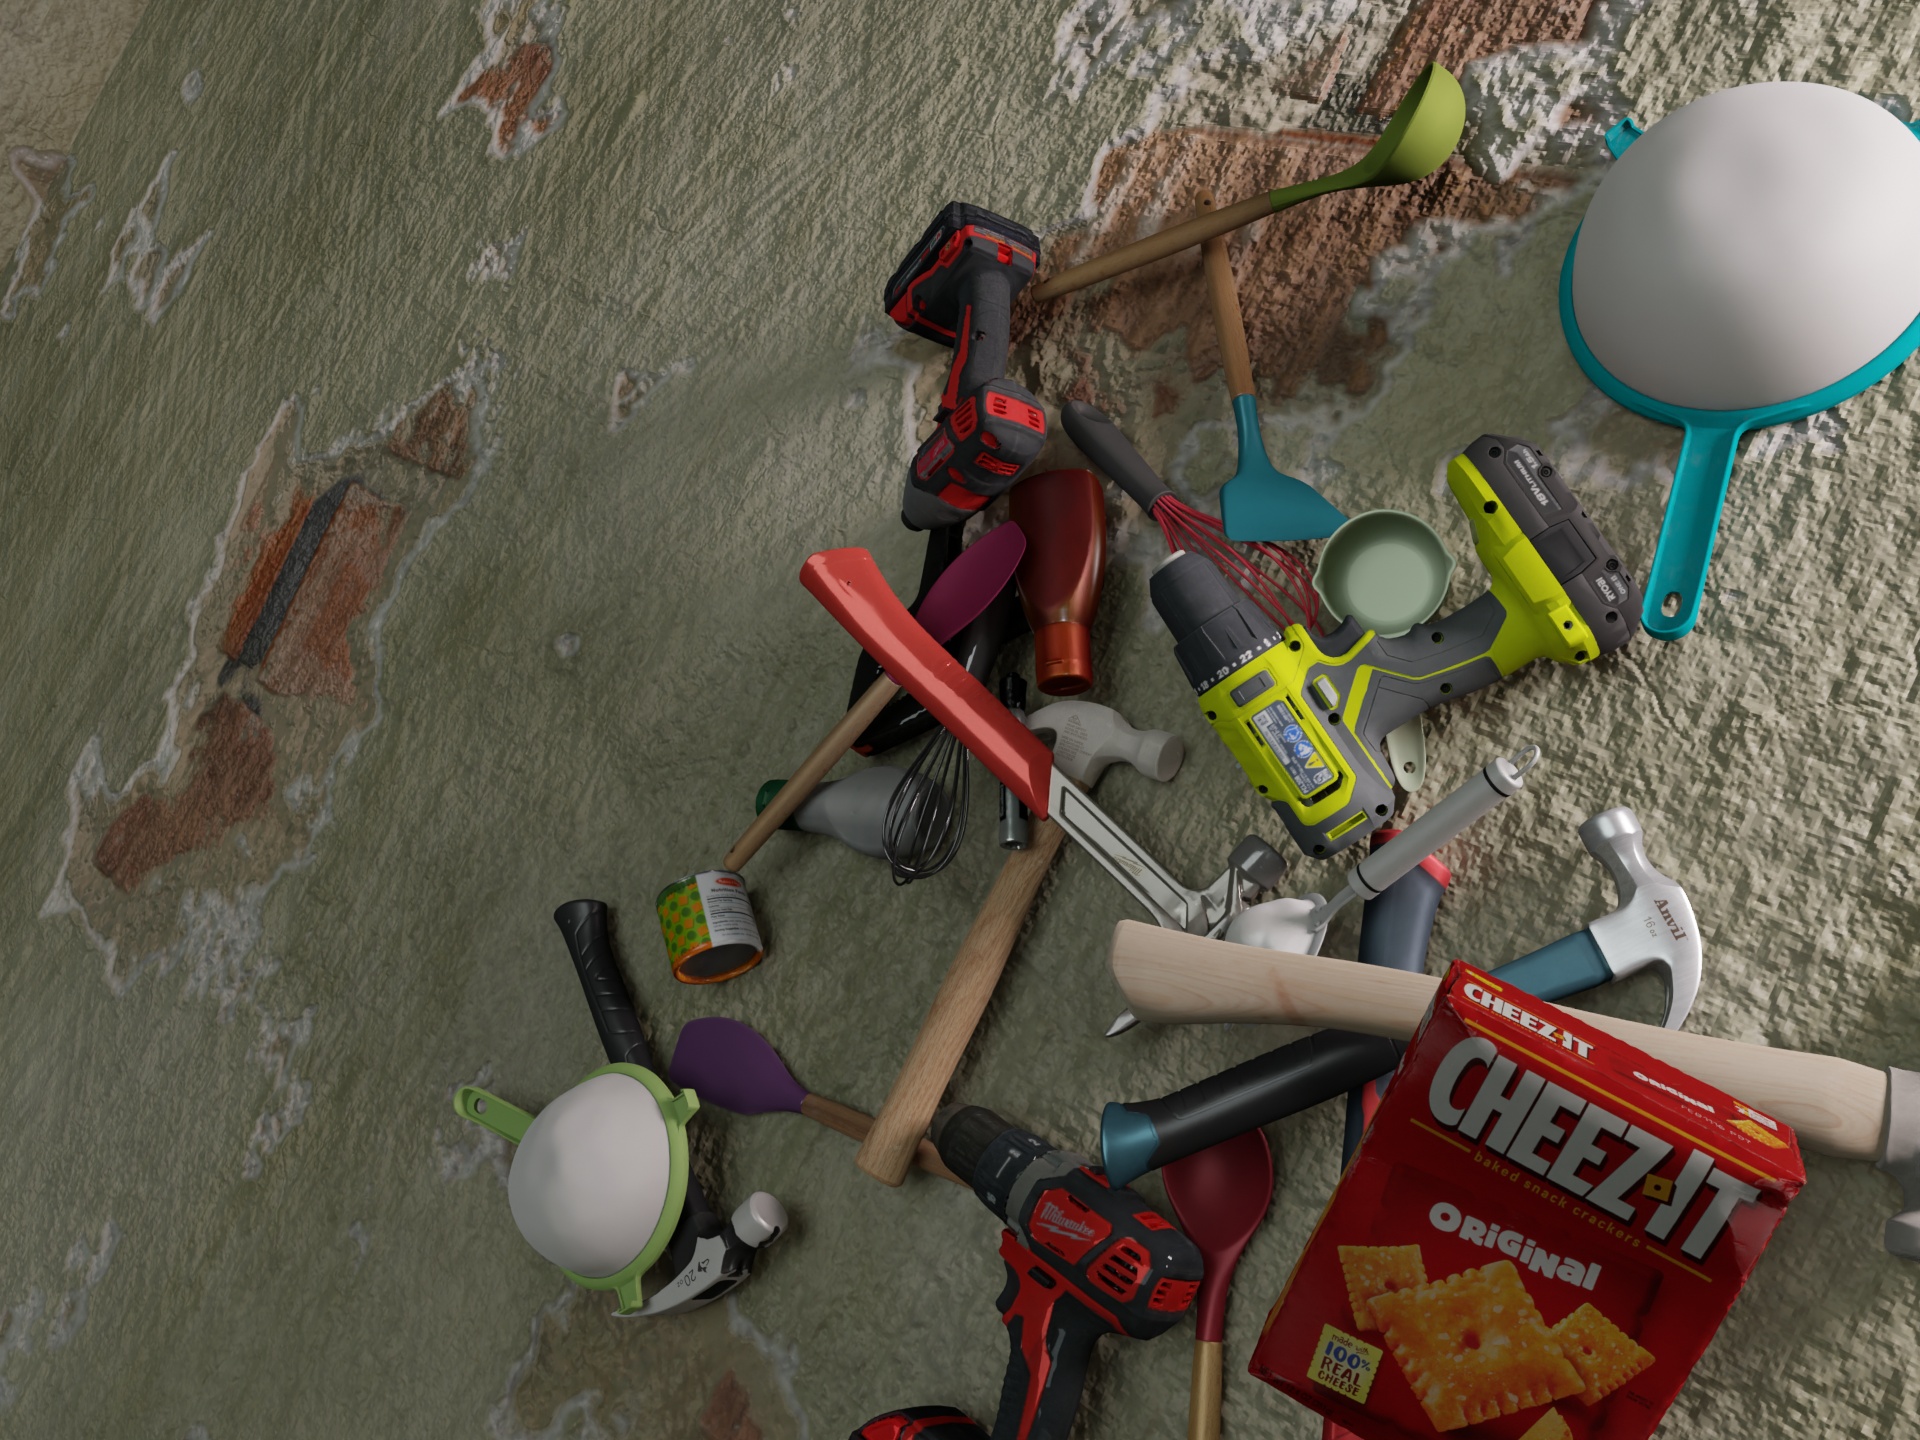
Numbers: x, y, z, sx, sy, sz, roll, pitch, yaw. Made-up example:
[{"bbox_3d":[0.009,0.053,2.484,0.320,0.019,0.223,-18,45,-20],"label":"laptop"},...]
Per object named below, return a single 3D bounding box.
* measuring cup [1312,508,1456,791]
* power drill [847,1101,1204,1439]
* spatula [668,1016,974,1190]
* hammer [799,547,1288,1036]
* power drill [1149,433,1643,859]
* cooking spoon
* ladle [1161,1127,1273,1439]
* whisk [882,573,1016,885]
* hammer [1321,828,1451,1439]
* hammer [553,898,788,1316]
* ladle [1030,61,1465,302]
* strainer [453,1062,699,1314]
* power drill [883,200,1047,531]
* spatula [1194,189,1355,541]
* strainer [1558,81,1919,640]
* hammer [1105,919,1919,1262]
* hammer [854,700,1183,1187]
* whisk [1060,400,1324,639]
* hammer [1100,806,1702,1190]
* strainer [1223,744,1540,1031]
[{"bbox_3d":[0.259,-0.041,0.946,0.083,0.038,0.167,-8,85,19],"label":"measuring cup"},{"bbox_3d":[0.018,0.348,0.910,0.188,0.080,0.227,26,90,41],"label":"power drill"},{"bbox_3d":[-0.082,0.261,1.056,0.316,0.018,0.060,13,82,37],"label":"spatula"},{"bbox_3d":[0.022,0.024,0.990,0.149,0.036,0.359,-46,73,-2],"label":"hammer"},{"bbox_3d":[0.236,-0.057,0.891,0.228,0.080,0.190,-34,84,12],"label":"power drill"},{"bbox_3d":[-0.062,-0.010,1.084,0.319,0.017,0.069,-48,34,16],"label":"cooking spoon"},{"bbox_3d":[0.135,0.367,0.870,0.069,0.031,0.315,-5,71,34],"label":"ladle"},{"bbox_3d":[-0.003,-0.004,1.048,0.055,0.055,0.239,6,71,34],"label":"whisk"},{"bbox_3d":[0.205,0.247,0.852,0.143,0.038,0.386,1,71,22],"label":"hammer"},{"bbox_3d":[-0.234,0.262,1.139,0.146,0.035,0.335,-46,51,19],"label":"hammer"},{"bbox_3d":[0.181,-0.350,1.071,0.320,0.062,0.078,-13,36,31],"label":"ladle"},{"bbox_3d":[-0.297,0.298,1.109,0.256,0.069,0.151,10,82,40],"label":"strainer"},{"bbox_3d":[0.000,-0.243,1.128,0.143,0.078,0.220,-40,43,49],"label":"power drill"},{"bbox_3d":[0.188,-0.240,1.058,0.082,0.044,0.318,-4,63,-4],"label":"spatula"},{"bbox_3d":[0.414,-0.216,0.869,0.211,0.095,0.340,10,76,35],"label":"strainer"},{"bbox_3d":[0.277,0.145,0.784,0.411,0.038,0.146,10,76,17],"label":"hammer"},{"bbox_3d":[0.018,0.138,1.019,0.130,0.031,0.331,21,80,38],"label":"hammer"},{"bbox_3d":[0.143,-0.129,1.039,0.073,0.073,0.296,-44,49,11],"label":"whisk"},{"bbox_3d":[0.224,0.165,0.833,0.331,0.033,0.128,-24,65,5],"label":"hammer"},{"bbox_3d":[0.213,0.090,0.864,0.258,0.050,0.087,-46,13,33],"label":"strainer"}]
